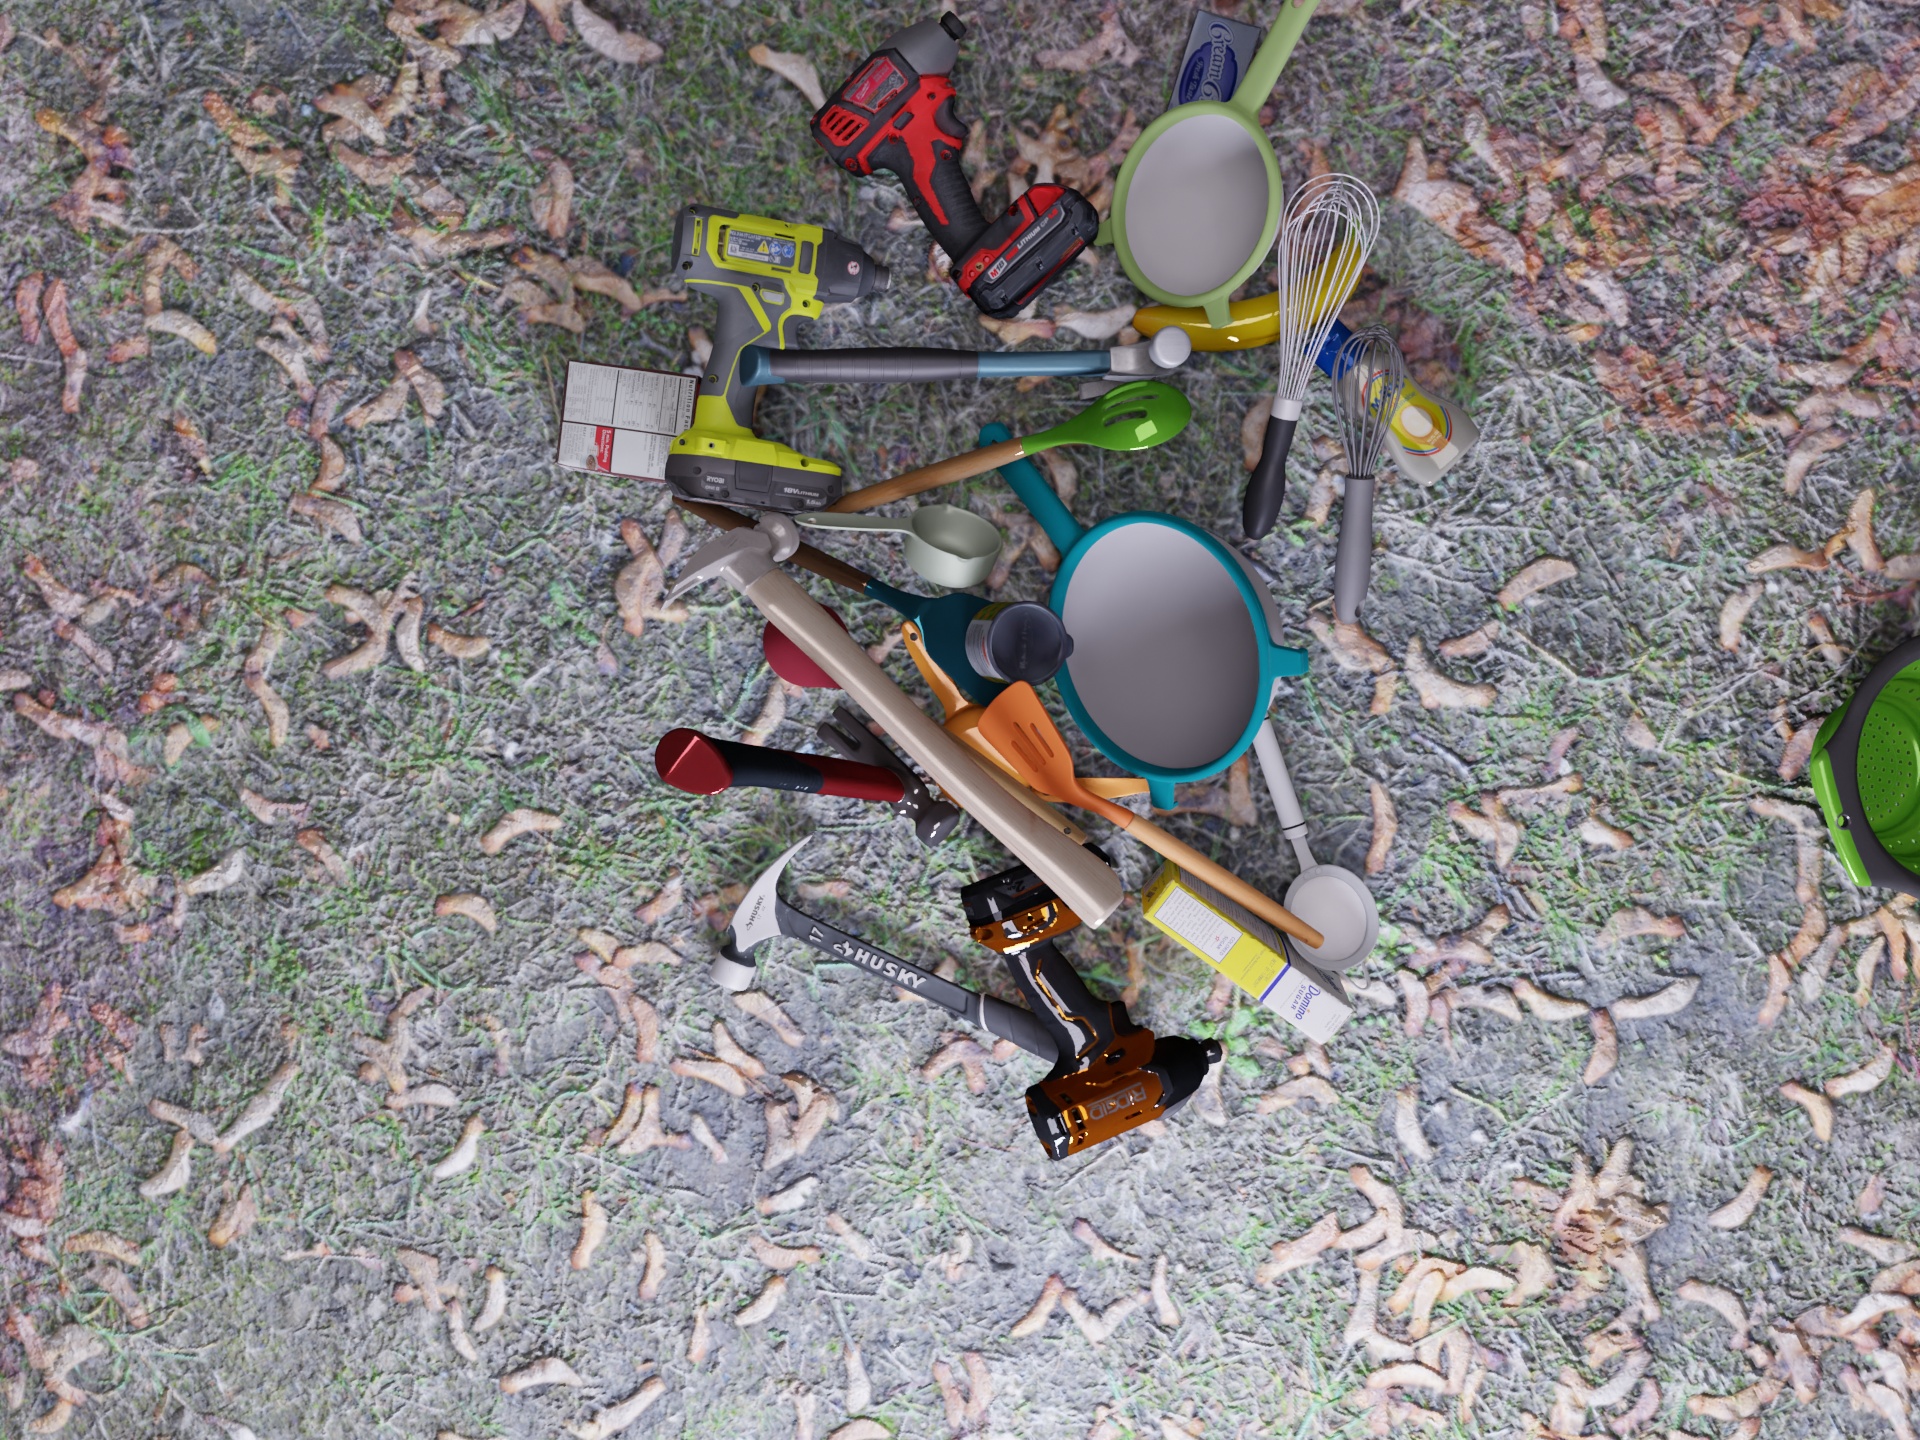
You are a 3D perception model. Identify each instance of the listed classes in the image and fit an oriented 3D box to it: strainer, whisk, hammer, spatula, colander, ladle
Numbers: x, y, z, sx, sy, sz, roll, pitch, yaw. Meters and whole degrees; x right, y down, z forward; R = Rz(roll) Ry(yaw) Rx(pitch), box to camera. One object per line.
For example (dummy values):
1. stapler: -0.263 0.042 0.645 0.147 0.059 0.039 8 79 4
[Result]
1. strainer: 0.216 -0.435 1.202 0.152 0.069 0.256 44 121 28
2. whisk: 0.259 -0.272 1.221 0.070 0.070 0.284 10 116 3
3. hammer: -0.042 0.009 1.199 0.410 0.146 0.038 43 130 4
4. spatula: 0.154 0.083 1.240 0.322 0.041 0.081 33 141 -8
5. hammer: 0.004 0.229 1.325 0.409 0.036 0.149 24 95 1
6. whisk: 0.310 -0.187 1.236 0.055 0.055 0.238 0 113 4
7. strainer: 0.275 0.097 1.292 0.087 0.050 0.258 -18 88 -21
8. hammer: -0.002 -0.271 1.209 0.331 0.128 0.033 -2 91 -7
9. colander: 0.802 0.007 1.235 0.397 0.094 0.204 -21 94 -13
10. hammer: -0.118 0.028 1.135 0.143 0.386 0.038 42 99 18
11. ladle: -0.031 0.005 1.264 0.315 0.031 0.069 35 92 10
12. spatula: -0.095 -0.115 1.288 0.317 0.044 0.082 26 86 12
13. strainer: 0.139 -0.113 1.256 0.341 0.095 0.211 55 135 19

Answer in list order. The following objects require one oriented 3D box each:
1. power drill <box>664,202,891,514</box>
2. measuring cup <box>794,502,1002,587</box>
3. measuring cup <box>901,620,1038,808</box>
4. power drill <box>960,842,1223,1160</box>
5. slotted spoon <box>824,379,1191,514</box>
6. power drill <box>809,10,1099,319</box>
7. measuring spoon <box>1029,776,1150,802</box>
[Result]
1. power drill: -0.147 -0.279 1.254 0.171 0.080 0.223 5 94 -20
2. measuring cup: -0.051 -0.139 1.258 0.167 0.083 0.038 3 128 -16
3. measuring cup: -0.002 -0.004 1.292 0.095 0.052 0.173 -30 95 6
4. power drill: 0.106 0.216 1.275 0.164 0.084 0.226 -20 87 -12
5. slotted spoon: 0.027 -0.205 1.240 0.314 0.031 0.070 -14 51 24
6. power drill: 0.001 -0.434 1.237 0.143 0.078 0.219 -42 88 14
7. measuring spoon: 0.115 0.055 1.314 0.117 0.011 0.021 -4 107 7
